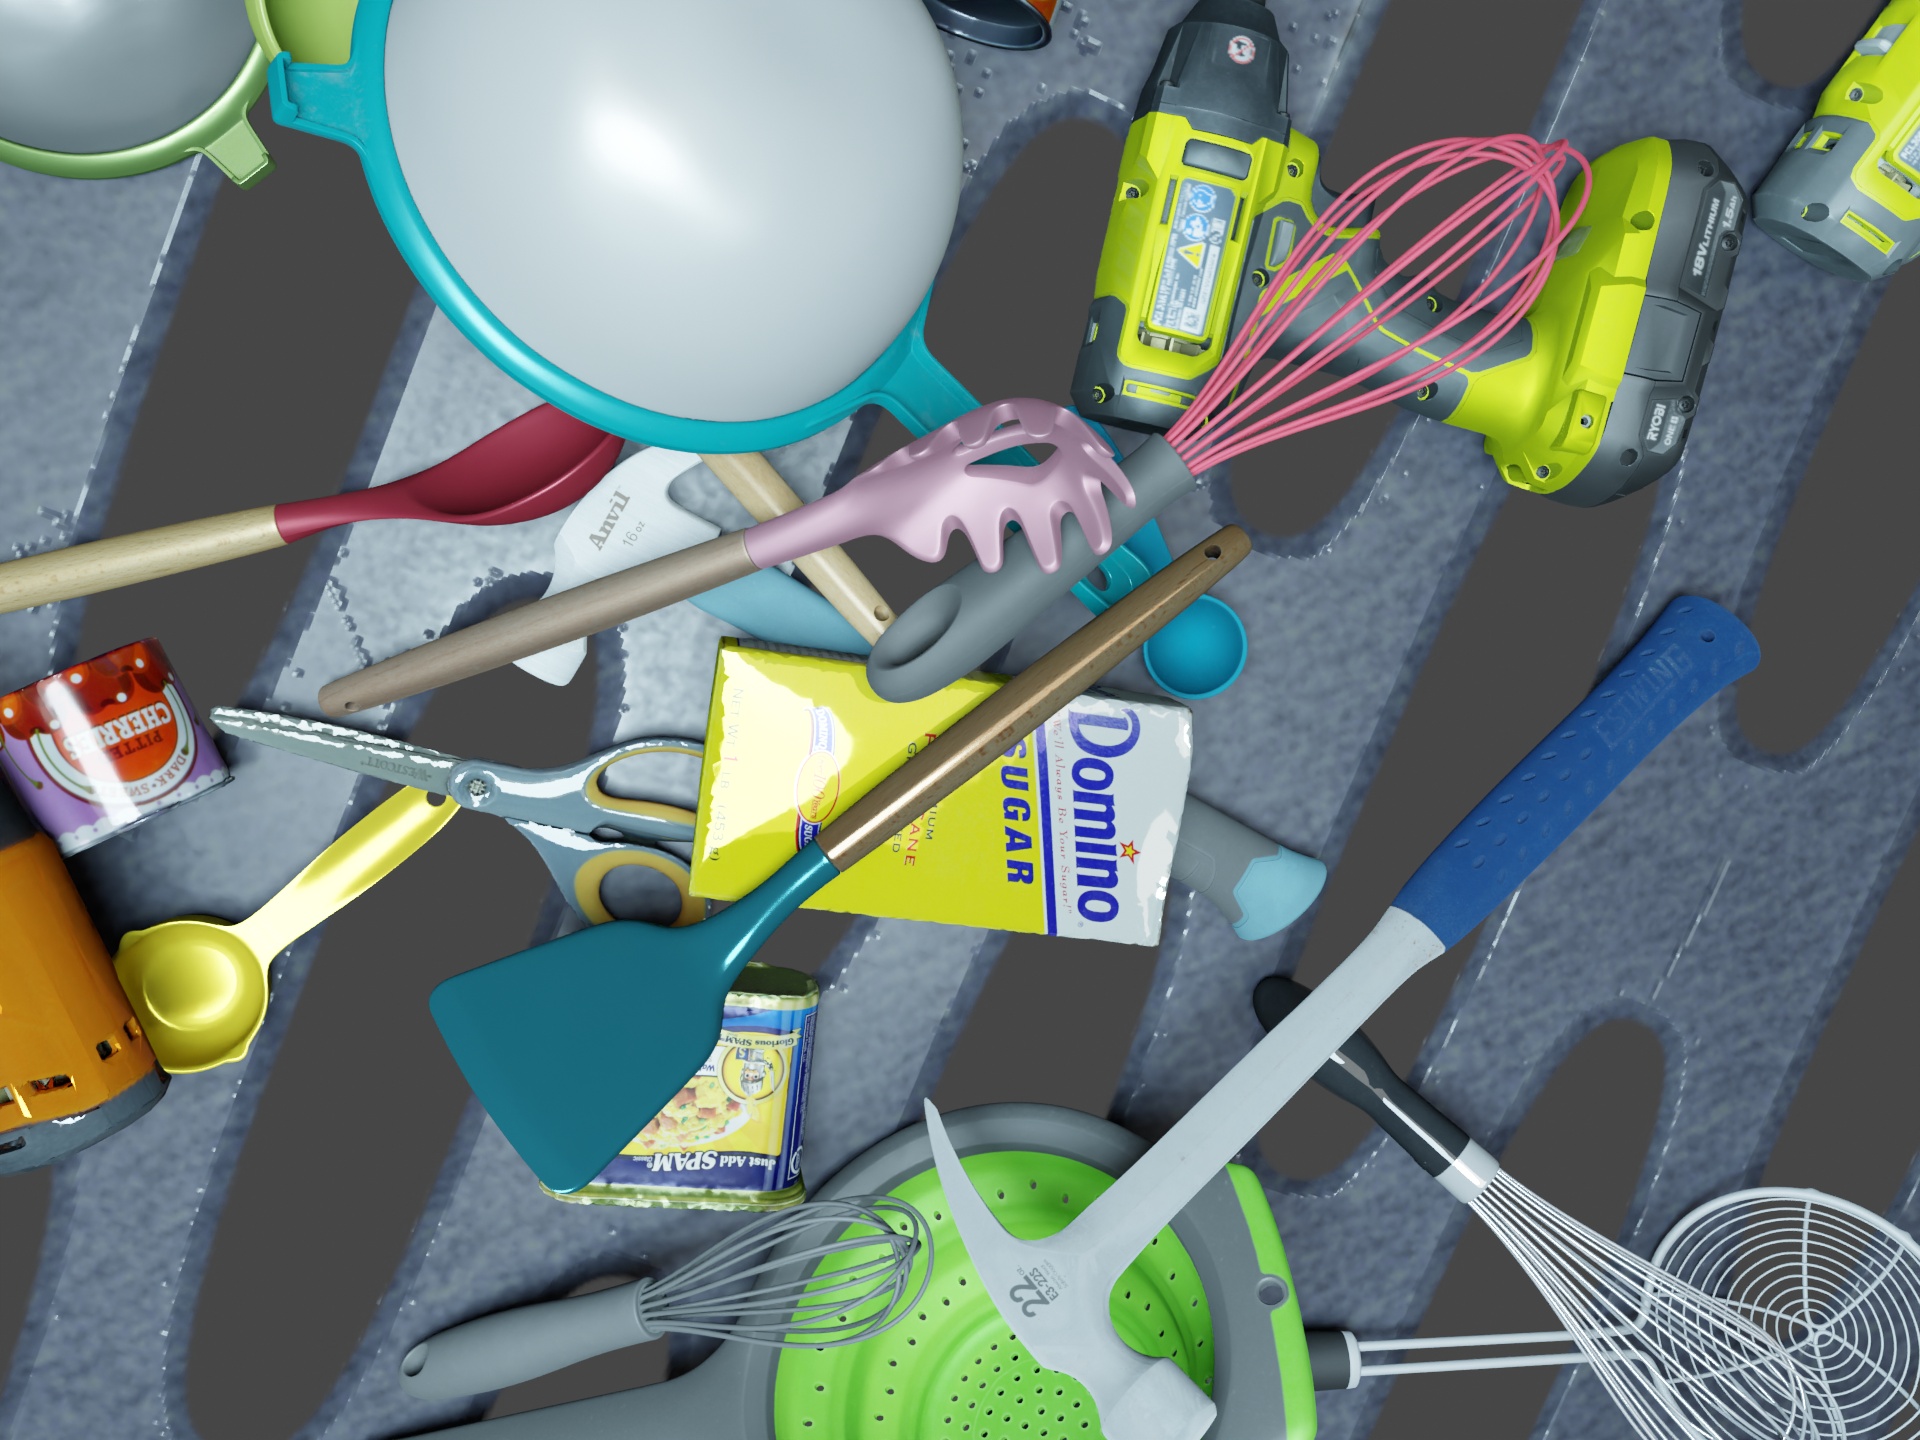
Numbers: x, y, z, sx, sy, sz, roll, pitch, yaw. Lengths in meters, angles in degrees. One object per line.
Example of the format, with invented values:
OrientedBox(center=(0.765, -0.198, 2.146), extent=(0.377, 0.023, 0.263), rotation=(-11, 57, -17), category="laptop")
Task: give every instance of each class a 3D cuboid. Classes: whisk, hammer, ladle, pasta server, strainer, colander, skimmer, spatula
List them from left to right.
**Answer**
OrientedBox(center=(-0.293, -0.311, 0.513), extent=(0.151, 0.069, 0.256), rotation=(9, 98, -10), category="strainer")
OrientedBox(center=(-0.269, -0.065, 0.569), extent=(0.315, 0.069, 0.031), rotation=(-13, 128, -2), category="ladle")
OrientedBox(center=(-0.122, -0.149, 0.546), extent=(0.320, 0.062, 0.078), rotation=(49, 61, -3), category="ladle")
OrientedBox(center=(-0.117, 0.225, 0.600), extent=(0.239, 0.055, 0.055), rotation=(-21, 102, 19), category="whisk")
OrientedBox(center=(-0.094, -0.045, 0.541), extent=(0.316, 0.040, 0.060), rotation=(-17, 138, 19), category="pasta server")
OrientedBox(center=(-0.057, 0.282, 0.626), extent=(0.397, 0.205, 0.094), rotation=(-16, 136, 10), category="colander")
OrientedBox(center=(-0.031, -0.158, 0.526), extent=(0.340, 0.095, 0.211), rotation=(43, 60, -18), category="strainer")
OrientedBox(center=(-0.025, 0.029, 0.538), extent=(0.317, 0.044, 0.082), rotation=(-38, 74, -5), category="spatula")
OrientedBox(center=(-0.001, -0.002, 0.624), extent=(0.331, 0.033, 0.128), rotation=(29, 94, -12), category="hammer")
OrientedBox(center=(0.088, -0.100, 0.537), extent=(0.296, 0.073, 0.073), rotation=(-37, 102, 2), category="whisk")
OrientedBox(center=(0.162, 0.082, 0.607), extent=(0.405, 0.035, 0.144), rotation=(-40, 62, -17), category="hammer")
OrientedBox(center=(0.232, 0.268, 0.670), extent=(0.363, 0.090, 0.127), rotation=(0, 75, -7), category="skimmer")
OrientedBox(center=(0.229, 0.204, 0.638), extent=(0.285, 0.070, 0.070), rotation=(42, 91, 12), category="whisk")

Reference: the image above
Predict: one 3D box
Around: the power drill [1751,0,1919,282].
OrientedBox(center=(0.458, -0.226, 0.623), extent=(0.228, 0.080, 0.190), rotation=(29, 108, -11), category="power drill")

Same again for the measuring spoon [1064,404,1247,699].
OrientedBox(center=(0.072, -0.067, 0.637), extent=(0.042, 0.021, 0.128), rotation=(-28, 92, -3), category="measuring spoon")

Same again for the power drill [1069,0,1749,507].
OrientedBox(center=(0.167, -0.177, 0.603), extent=(0.223, 0.080, 0.171), rotation=(12, 97, -7), category="power drill")

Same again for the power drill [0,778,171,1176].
OrientedBox(center=(-0.396, 0.087, 0.526), extent=(0.226, 0.084, 0.164), rotation=(-17, 102, 10), category="power drill")

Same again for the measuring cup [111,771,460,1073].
OrientedBox(center=(-0.251, 0.069, 0.605), extent=(0.156, 0.029, 0.062), rotation=(-40, 103, -13), category="measuring cup")
